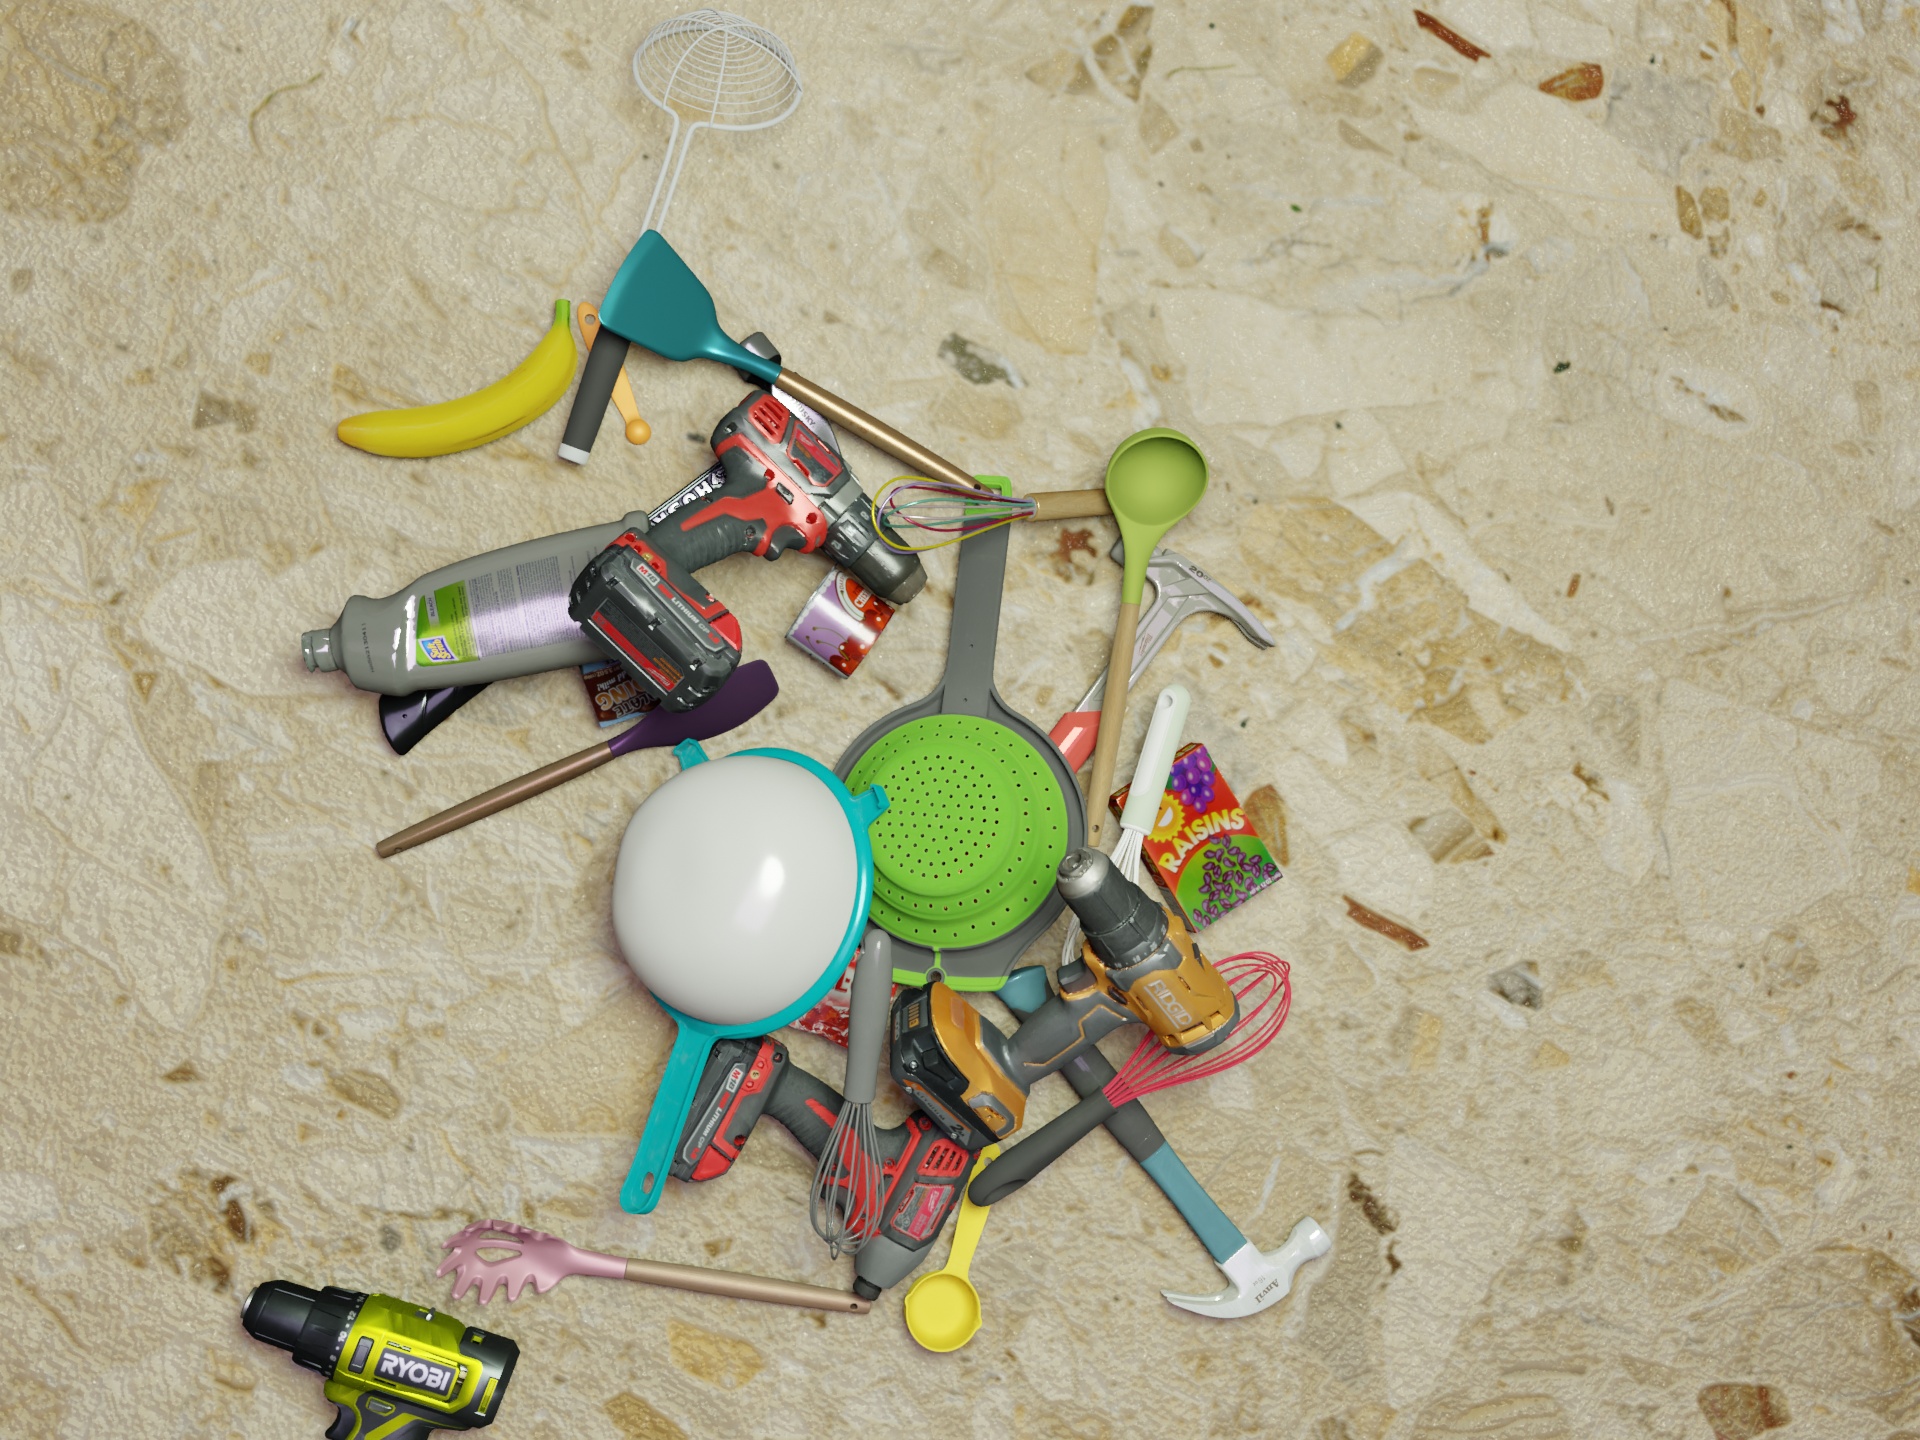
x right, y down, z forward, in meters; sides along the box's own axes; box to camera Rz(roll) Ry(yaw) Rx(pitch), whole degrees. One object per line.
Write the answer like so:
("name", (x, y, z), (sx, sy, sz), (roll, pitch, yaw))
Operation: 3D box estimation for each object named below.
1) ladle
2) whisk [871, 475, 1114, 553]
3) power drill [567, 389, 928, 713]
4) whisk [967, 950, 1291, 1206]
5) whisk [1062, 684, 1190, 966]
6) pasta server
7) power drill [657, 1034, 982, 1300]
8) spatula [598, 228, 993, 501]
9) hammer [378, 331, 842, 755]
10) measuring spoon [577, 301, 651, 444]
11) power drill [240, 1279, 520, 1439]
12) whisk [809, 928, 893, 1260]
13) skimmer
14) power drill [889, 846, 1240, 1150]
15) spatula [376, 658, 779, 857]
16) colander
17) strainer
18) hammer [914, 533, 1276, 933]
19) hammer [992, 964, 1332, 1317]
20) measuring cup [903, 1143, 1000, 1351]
("ladle", (0.127, -0.062, 1.201), (0.078, 0.062, 0.320), (10, 88, -8))
("whisk", (0.035, -0.161, 1.185), (0.245, 0.051, 0.047), (-10, 66, -37))
("power drill", (-0.139, -0.106, 1.109), (0.188, 0.080, 0.227), (44, 55, -9))
("whisk", (0.126, 0.270, 1.181), (0.296, 0.073, 0.073), (-37, 93, 1))
("whisk", (0.128, 0.089, 1.193), (0.059, 0.058, 0.246), (26, 78, -41))
("pasta server", (-0.220, 0.411, 1.171), (0.316, 0.040, 0.060), (12, 98, -9))
("power drill", (-0.107, 0.326, 1.174), (0.219, 0.078, 0.143), (29, 84, -9))
("spatula", (-0.111, -0.244, 1.179), (0.317, 0.044, 0.082), (28, 77, -11))
("hammer", (-0.262, -0.113, 1.192), (0.409, 0.036, 0.149), (-39, 94, -8))
("measuring spoon", (-0.264, -0.265, 1.209), (0.021, 0.011, 0.117), (-23, 91, -9))
("power drill", (-0.440, 0.517, 1.115), (0.190, 0.080, 0.228), (21, 82, -7))
("whisk", (-0.071, 0.260, 1.101), (0.055, 0.055, 0.239), (6, 99, -8))
("skimmer", (-0.227, -0.365, 1.205), (0.127, 0.090, 0.363), (20, 93, -1))
("power drill", (0.057, 0.193, 1.113), (0.226, 0.084, 0.185), (-29, 121, 17))
("spatula", (-0.282, 0.033, 1.181), (0.316, 0.059, 0.018), (-24, 49, -5))
("colander", (-0.002, -0.004, 1.172), (0.204, 0.094, 0.397), (5, 79, 8))
("strainer", (-0.192, 0.171, 1.099), (0.211, 0.095, 0.340), (12, 79, 31))
("hammer", (0.088, 0.030, 1.234), (0.149, 0.037, 0.359), (37, 82, -5))
("hammer", (0.140, 0.321, 1.230), (0.128, 0.033, 0.331), (-39, 93, -9))
("measuring cup", (0.000, 0.400, 1.214), (0.062, 0.029, 0.157), (21, 73, -7))
